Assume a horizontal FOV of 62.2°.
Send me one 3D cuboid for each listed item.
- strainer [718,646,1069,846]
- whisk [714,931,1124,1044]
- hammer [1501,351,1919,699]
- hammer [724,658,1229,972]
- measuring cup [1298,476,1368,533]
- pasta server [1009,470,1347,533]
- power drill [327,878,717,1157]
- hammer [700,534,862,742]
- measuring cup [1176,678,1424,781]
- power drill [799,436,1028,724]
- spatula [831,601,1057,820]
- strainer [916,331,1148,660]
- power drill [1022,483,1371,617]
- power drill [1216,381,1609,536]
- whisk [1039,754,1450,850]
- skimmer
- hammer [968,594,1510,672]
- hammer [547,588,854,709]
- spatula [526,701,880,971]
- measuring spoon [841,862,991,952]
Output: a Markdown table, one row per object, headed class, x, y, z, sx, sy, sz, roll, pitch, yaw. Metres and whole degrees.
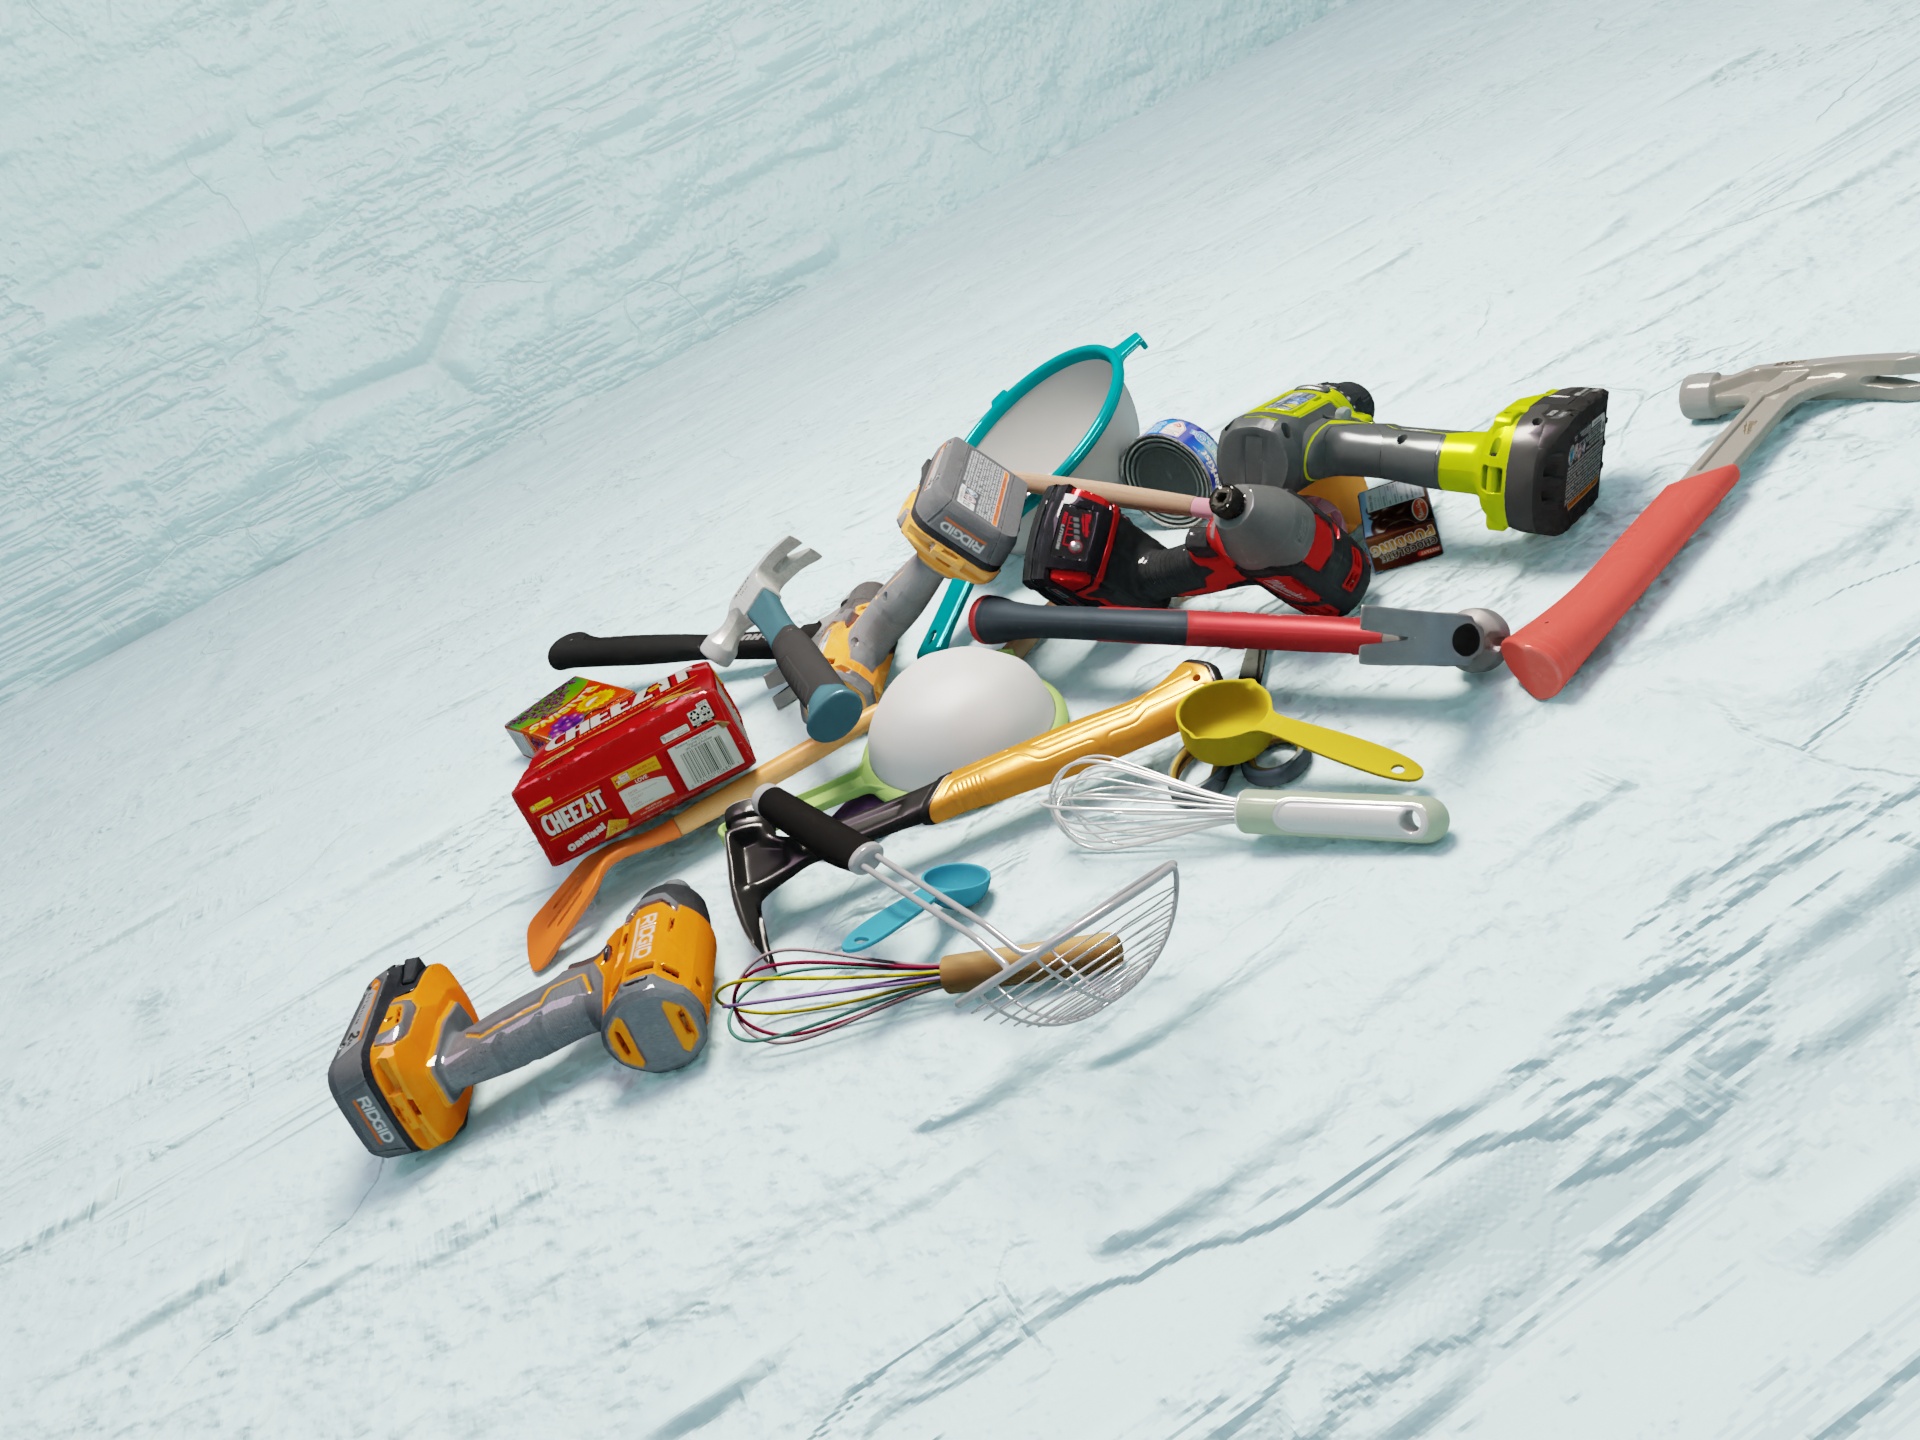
| class | x | y | z | sx | sy | sz | roll | pitch | yaw |
| --- | --- | --- | --- | --- | --- | --- | --- | --- | --- |
| strainer | -0.053 | 0.012 | 1.088 | 0.256 | 0.069 | 0.152 | -23 | 33 | -8 |
| whisk | -0.029 | 0.144 | 0.881 | 0.245 | 0.047 | 0.051 | -12 | 27 | 21 |
| hammer | 0.445 | -0.126 | 0.967 | 0.359 | 0.036 | 0.149 | -41 | 29 | -30 |
| hammer | 0.011 | 0.046 | 0.999 | 0.337 | 0.034 | 0.127 | -22 | 44 | 6 |
| measuring cup | 0.226 | -0.153 | 1.198 | 0.173 | 0.052 | 0.095 | -28 | 25 | -9 |
| pasta server | 0.148 | -0.161 | 1.193 | 0.316 | 0.060 | 0.040 | 14 | 41 | 34 |
| power drill | -0.260 | 0.174 | 0.995 | 0.226 | 0.084 | 0.164 | -19 | 25 | 5 |
| hammer | -0.129 | -0.055 | 1.198 | 0.128 | 0.033 | 0.331 | -56 | 25 | 7 |
| measuring cup | 0.194 | 0.017 | 0.914 | 0.157 | 0.029 | 0.062 | 21 | 50 | 38 |
| power drill | -0.040 | -0.111 | 1.245 | 0.226 | 0.084 | 0.185 | -51 | 14 | 30 |
| spatula | -0.002 | -0.004 | 1.164 | 0.060 | 0.018 | 0.316 | 3 | 39 | 40 |
| strainer | 0.060 | -0.165 | 1.354 | 0.211 | 0.095 | 0.340 | -11 | 47 | 50 |
| power drill | 0.155 | -0.117 | 1.095 | 0.220 | 0.143 | 0.078 | 2 | 72 | 46 |
| power drill | 0.313 | -0.191 | 1.088 | 0.229 | 0.080 | 0.190 | 12 | 27 | 32 |
| whisk | 0.151 | 0.050 | 0.890 | 0.246 | 0.058 | 0.059 | 1 | 5 | 36 |
| skimmer | -0.024 | 0.072 | 0.869 | 0.127 | 0.090 | 0.364 | -29 | 31 | -27 |
| hammer | 0.138 | -0.060 | 1.019 | 0.143 | 0.038 | 0.386 | -1 | 5 | -45 |
| hammer | -0.244 | -0.063 | 1.442 | 0.335 | 0.035 | 0.146 | -1 | 35 | 30 |
| spatula | -0.179 | 0.072 | 1.153 | 0.322 | 0.041 | 0.081 | -30 | 24 | -8 |
| measuring spoon | -0.027 | 0.115 | 0.921 | 0.042 | 0.021 | 0.128 | 9 | 22 | 34 |
